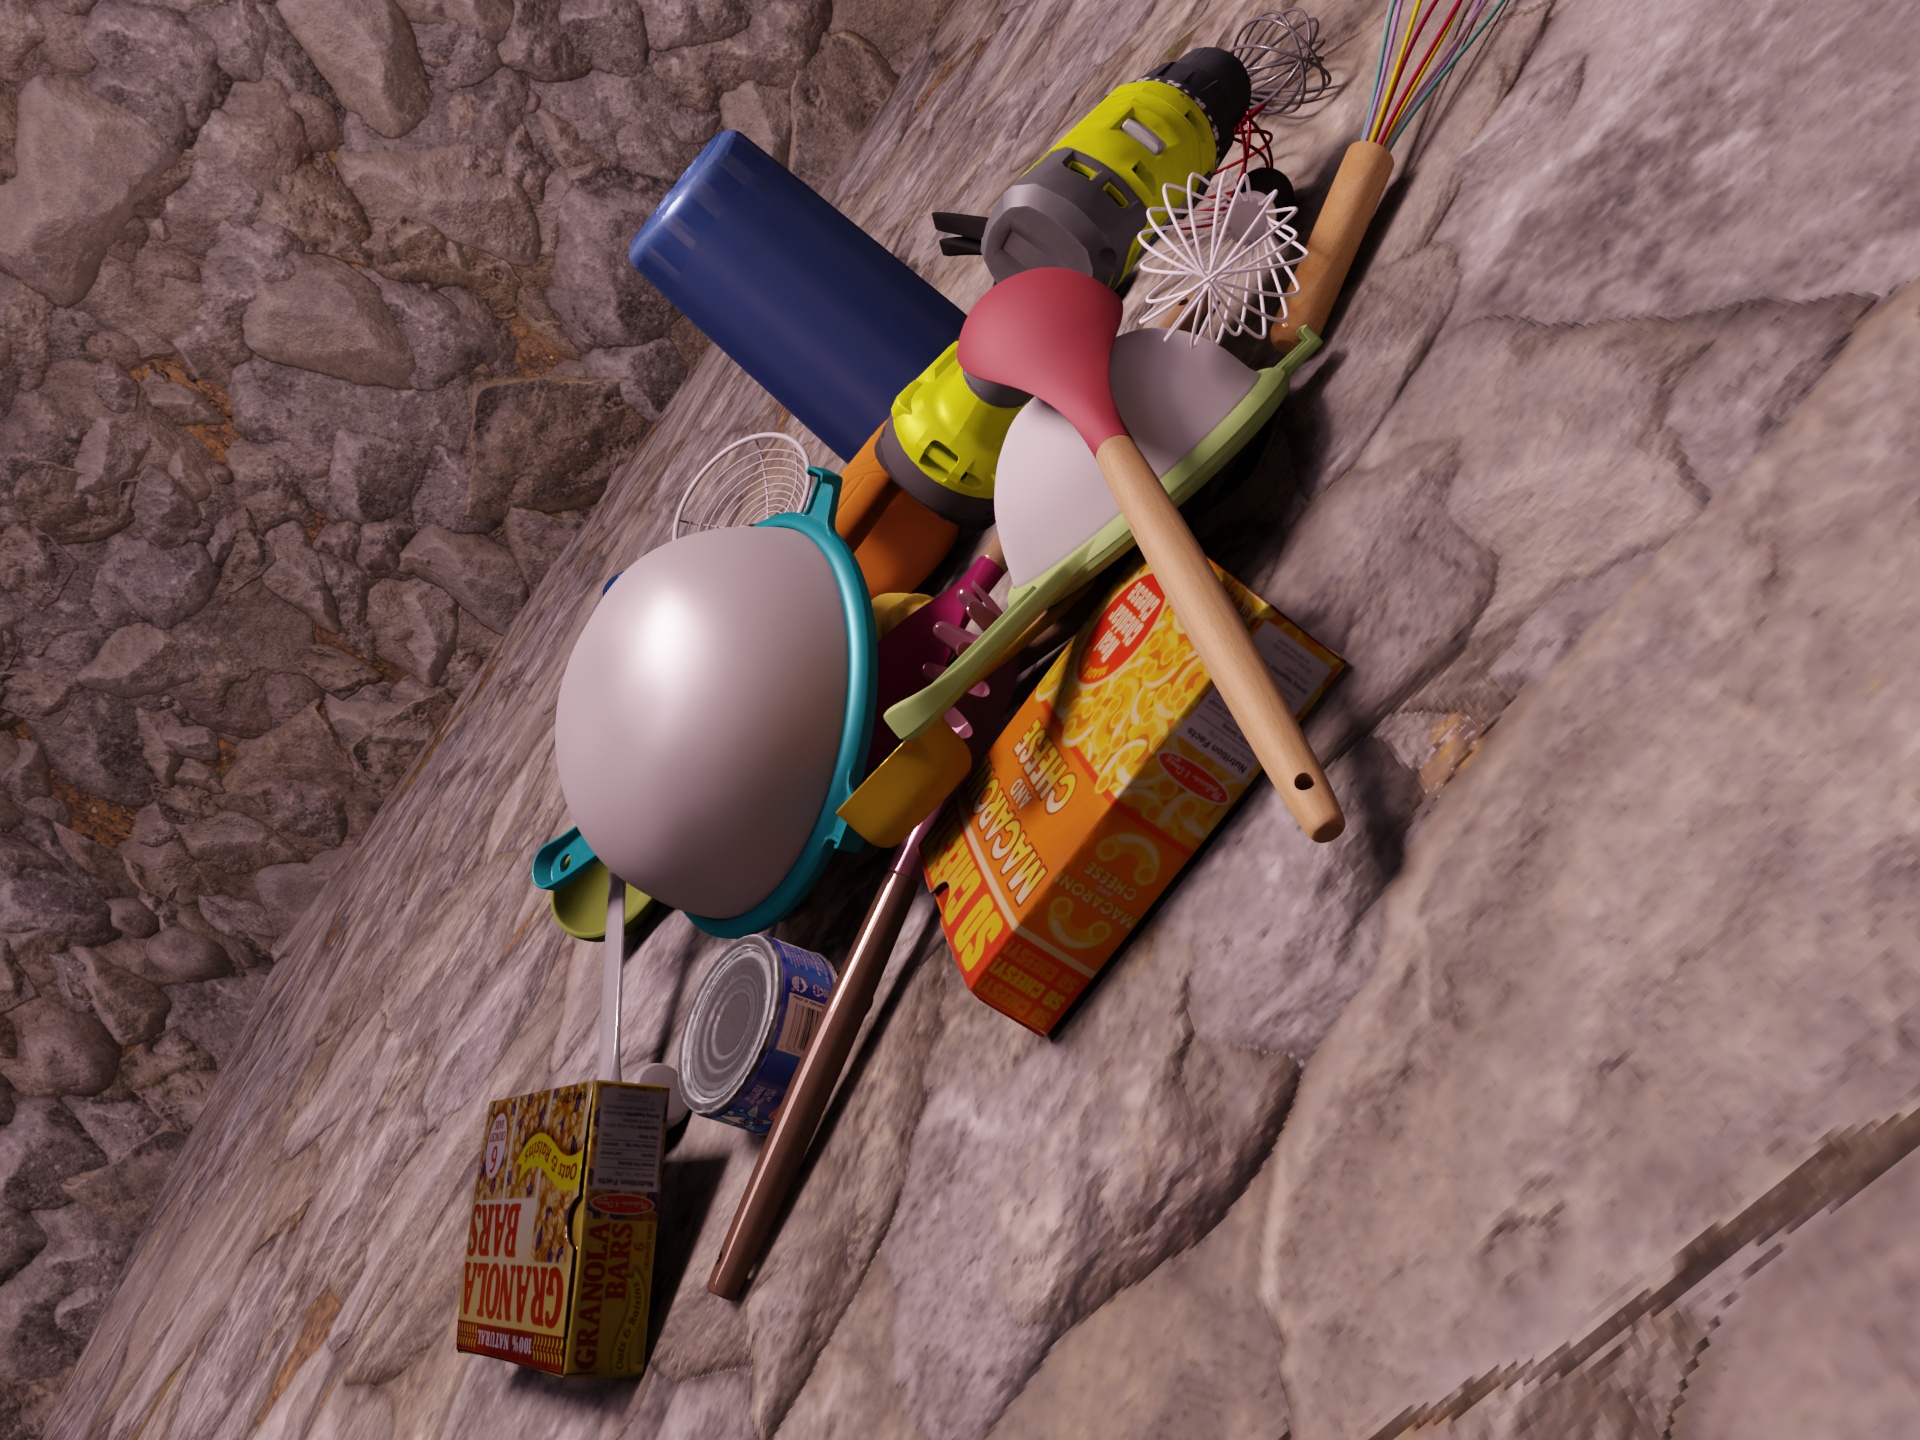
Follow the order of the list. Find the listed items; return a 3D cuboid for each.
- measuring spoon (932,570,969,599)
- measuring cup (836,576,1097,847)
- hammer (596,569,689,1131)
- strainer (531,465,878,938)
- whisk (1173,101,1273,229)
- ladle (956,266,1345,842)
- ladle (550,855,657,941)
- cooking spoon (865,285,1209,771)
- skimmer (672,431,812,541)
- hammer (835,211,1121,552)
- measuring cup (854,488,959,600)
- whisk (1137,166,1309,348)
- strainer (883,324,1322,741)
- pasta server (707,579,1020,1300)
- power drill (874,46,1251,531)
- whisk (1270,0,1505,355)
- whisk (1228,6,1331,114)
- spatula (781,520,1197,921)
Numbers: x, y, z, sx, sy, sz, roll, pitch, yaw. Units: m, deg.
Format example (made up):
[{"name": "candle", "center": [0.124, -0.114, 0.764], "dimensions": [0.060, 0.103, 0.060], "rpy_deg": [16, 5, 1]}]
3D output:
[{"name": "measuring spoon", "center": [0.002, -0.084, 0.886], "dimensions": [0.124, 0.018, 0.034], "rpy_deg": [-43, 24, 31]}, {"name": "measuring cup", "center": [0.013, -0.005, 0.650], "dimensions": [0.156, 0.029, 0.062], "rpy_deg": [-43, -1, -24]}, {"name": "hammer", "center": [-0.208, 0.076, 0.954], "dimensions": [0.144, 0.035, 0.406], "rpy_deg": [-41, 41, 37]}, {"name": "strainer", "center": [-0.172, 0.019, 0.802], "dimensions": [0.340, 0.095, 0.211], "rpy_deg": [-32, 55, 44]}, {"name": "whisk", "center": [0.104, -0.304, 0.932], "dimensions": [0.073, 0.073, 0.296], "rpy_deg": [-59, 15, -7]}, {"name": "ladle", "center": [0.061, -0.077, 0.553], "dimensions": [0.069, 0.031, 0.316], "rpy_deg": [-24, 48, 3]}, {"name": "ladle", "center": [-0.174, 0.077, 0.963], "dimensions": [0.320, 0.062, 0.078], "rpy_deg": [-30, 36, 55]}, {"name": "cooking spoon", "center": [0.031, -0.095, 0.781], "dimensions": [0.319, 0.017, 0.069], "rpy_deg": [-53, 34, -12]}, {"name": "skimmer", "center": [-0.153, -0.140, 1.051], "dimensions": [0.127, 0.090, 0.363], "rpy_deg": [-45, 8, 3]}, {"name": "hammer", "center": [-0.038, -0.167, 0.915], "dimensions": [0.127, 0.034, 0.337], "rpy_deg": [22, 64, 24]}, {"name": "measuring cup", "center": [-0.064, -0.076, 0.943], "dimensions": [0.174, 0.052, 0.095], "rpy_deg": [-56, 19, -24]}, {"name": "whisk", "center": [0.124, -0.214, 0.689], "dimensions": [0.070, 0.070, 0.285], "rpy_deg": [-45, 6, 28]}, {"name": "strainer", "center": [0.032, -0.087, 0.637], "dimensions": [0.151, 0.069, 0.256], "rpy_deg": [-33, 10, 50]}, {"name": "pasta server", "center": [-0.042, 0.089, 0.678], "dimensions": [0.316, 0.040, 0.060], "rpy_deg": [-66, 13, -13]}, {"name": "power drill", "center": [0.053, -0.215, 0.785], "dimensions": [0.191, 0.080, 0.228], "rpy_deg": [-52, -1, -35]}, {"name": "whisk", "center": [0.193, -0.267, 0.709], "dimensions": [0.047, 0.051, 0.245], "rpy_deg": [118, 177, -78]}, {"name": "whisk", "center": [0.155, -0.370, 0.927], "dimensions": [0.055, 0.055, 0.239], "rpy_deg": [-55, 16, 5]}, {"name": "spatula", "center": [-0.001, -0.002, 0.770], "dimensions": [0.317, 0.044, 0.082], "rpy_deg": [-35, 29, 36]}]
